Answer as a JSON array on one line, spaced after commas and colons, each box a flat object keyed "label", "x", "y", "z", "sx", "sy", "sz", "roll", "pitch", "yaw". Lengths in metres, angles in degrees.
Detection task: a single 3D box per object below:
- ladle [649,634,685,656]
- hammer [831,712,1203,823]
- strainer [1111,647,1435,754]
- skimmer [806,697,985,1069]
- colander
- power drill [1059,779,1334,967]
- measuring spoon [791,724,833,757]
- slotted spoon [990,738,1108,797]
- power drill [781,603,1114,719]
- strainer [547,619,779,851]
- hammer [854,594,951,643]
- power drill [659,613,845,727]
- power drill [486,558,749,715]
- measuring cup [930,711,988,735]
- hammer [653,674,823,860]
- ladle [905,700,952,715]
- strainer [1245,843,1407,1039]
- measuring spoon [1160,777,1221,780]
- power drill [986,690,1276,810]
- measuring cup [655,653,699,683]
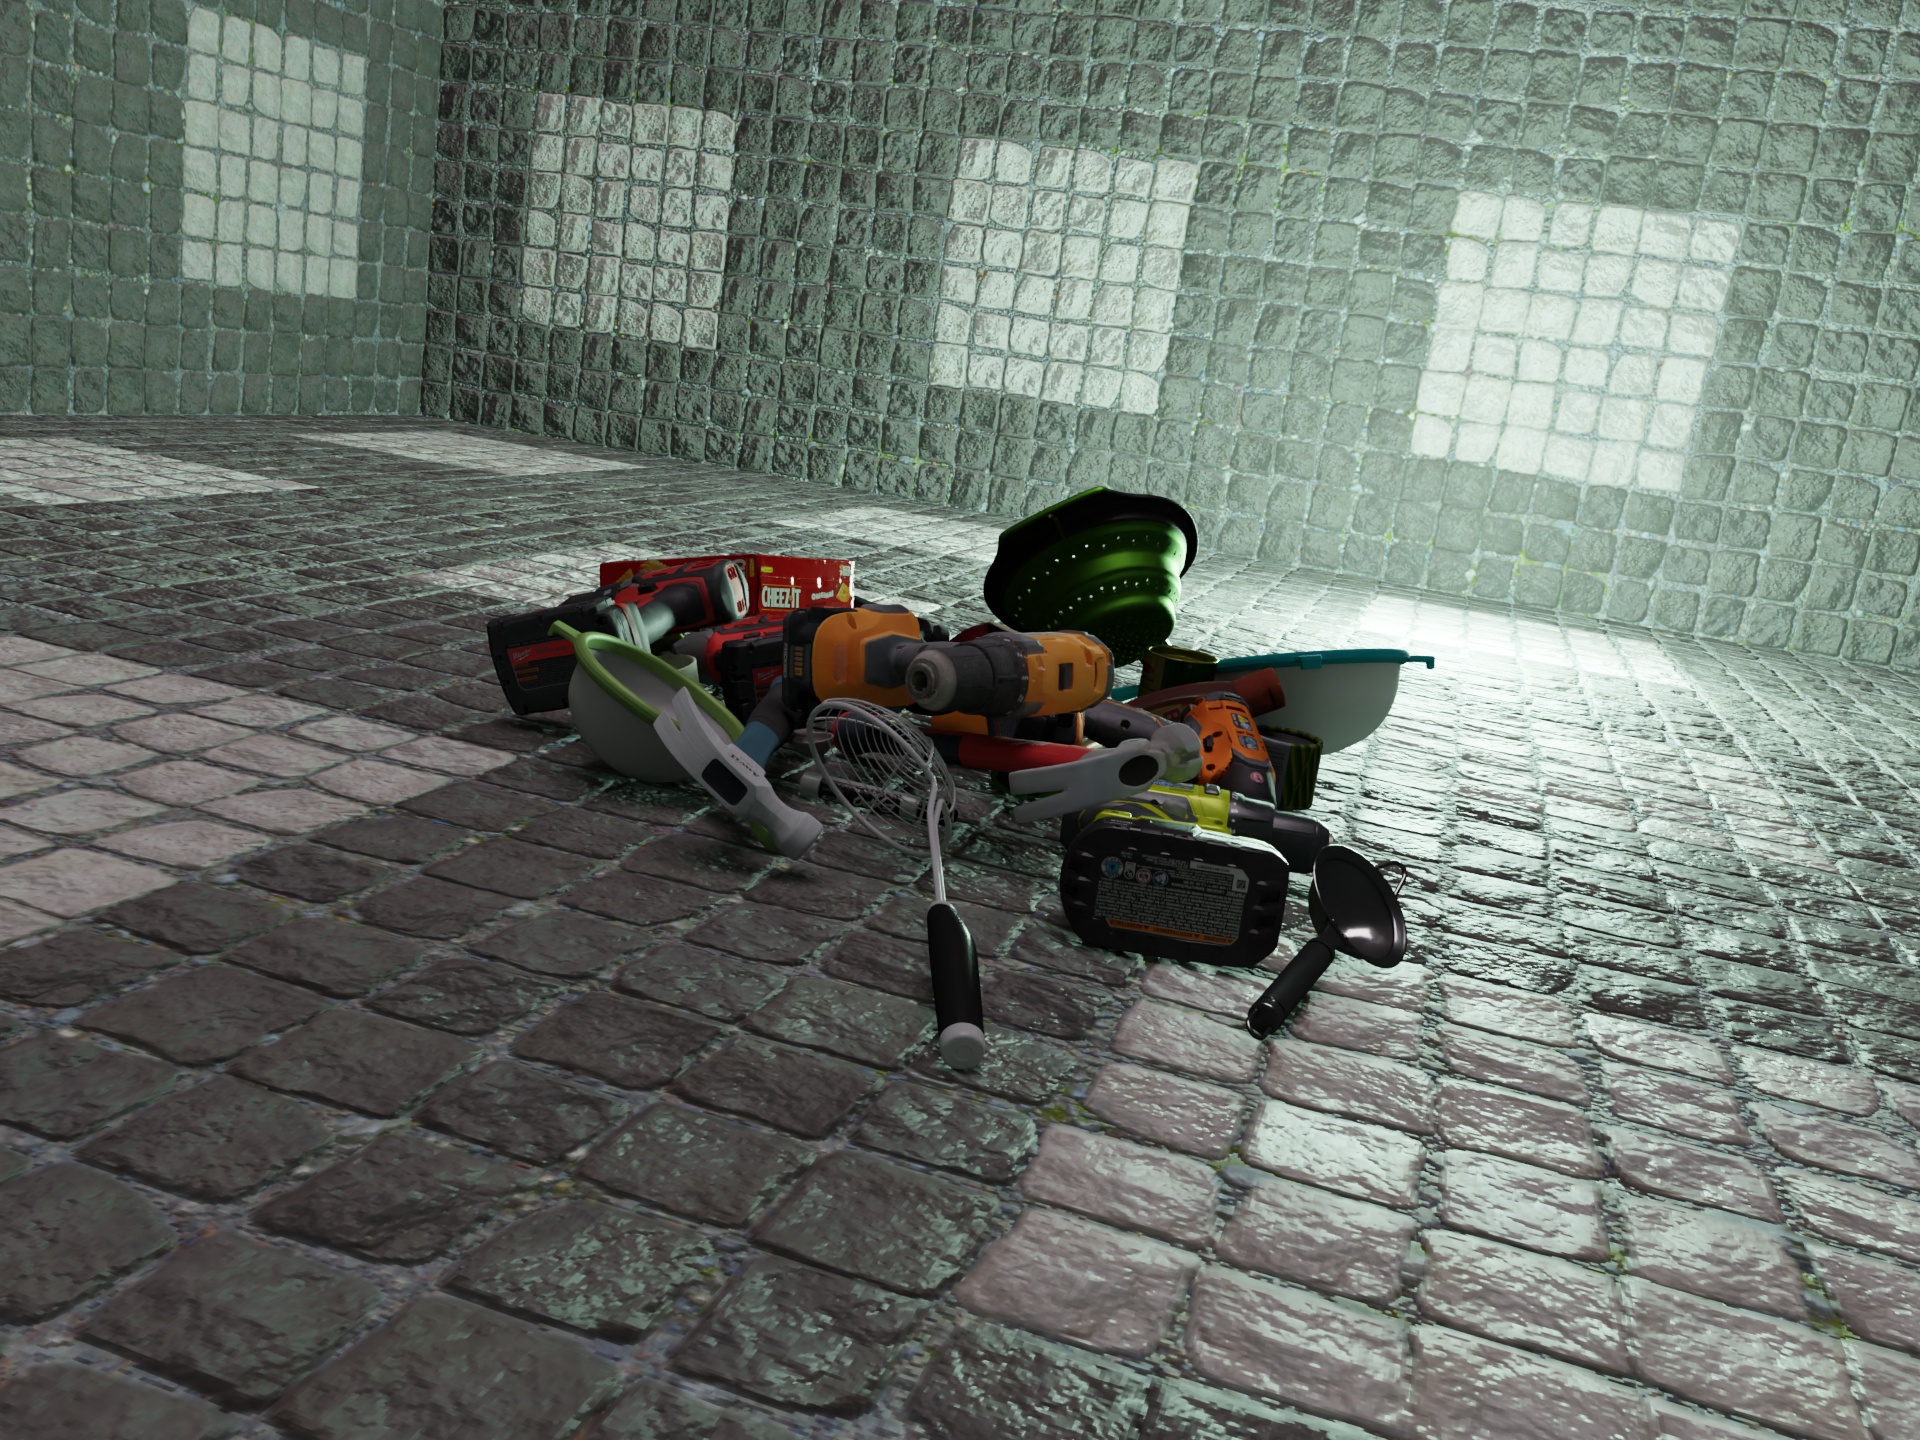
[{"label": "ladle", "x": -0.185, "y": -0.075, "z": 1.587, "sx": 0.320, "sy": 0.062, "sz": 0.078, "roll": 3, "pitch": -1, "yaw": -31}, {"label": "hammer", "x": -0.005, "y": 0.024, "z": 1.149, "sx": 0.143, "sy": 0.038, "sz": 0.386, "roll": -13, "pitch": 10, "yaw": -31}, {"label": "strainer", "x": 0.275, "y": -0.007, "z": 1.542, "sx": 0.211, "sy": 0.095, "sz": 0.340, "roll": -2, "pitch": -4, "yaw": -40}, {"label": "skimmer", "x": -0.041, "y": 0.095, "z": 0.939, "sx": 0.090, "sy": 0.127, "sz": 0.364, "roll": -22, "pitch": 26, "yaw": 5}, {"label": "colander", "x": 0.161, "y": -0.083, "z": 1.518, "sx": 0.204, "sy": 0.095, "sz": 0.396, "roll": -24, "pitch": -27, "yaw": 14}, {"label": "power drill", "x": 0.157, "y": 0.089, "z": 1.056, "sx": 0.190, "sy": 0.080, "sz": 0.228, "roll": 9, "pitch": 10, "yaw": 7}, {"label": "measuring spoon", "x": -0.134, "y": 0.015, "z": 1.337, "sx": 0.034, "sy": 0.018, "sz": 0.124, "roll": -9, "pitch": 12, "yaw": -18}, {"label": "slotted spoon", "x": 0.112, "y": 0.025, "z": 1.404, "sx": 0.070, "sy": 0.031, "sz": 0.313, "roll": 15, "pitch": 14, "yaw": 23}, {"label": "power drill", "x": -0.030, "y": -0.037, "z": 1.136, "sx": 0.226, "sy": 0.084, "sz": 0.185, "roll": 7, "pitch": 8, "yaw": 38}, {"label": "strainer", "x": -0.204, "y": 0.032, "z": 1.137, "sx": 0.151, "sy": 0.069, "sz": 0.257, "roll": 26, "pitch": 14, "yaw": -48}, {"label": "hammer", "x": -0.029, "y": -0.055, "z": 1.586, "sx": 0.127, "sy": 0.034, "sz": 0.337, "roll": 18, "pitch": 13, "yaw": -22}, {"label": "power drill", "x": -0.182, "y": -0.051, "z": 1.420, "sx": 0.143, "sy": 0.078, "sz": 0.220, "roll": -10, "pitch": 14, "yaw": -20}, {"label": "power drill", "x": -0.303, "y": -0.077, "z": 1.342, "sx": 0.188, "sy": 0.080, "sz": 0.227, "roll": -8, "pitch": 15, "yaw": 21}, {"label": "measuring cup", "x": -0.002, "y": -0.004, "z": 1.399, "sx": 0.095, "sy": 0.052, "sz": 0.174, "roll": 17, "pitch": -1, "yaw": -30}, {"label": "hammer", "x": -0.141, "y": 0.011, "z": 1.152, "sx": 0.128, "sy": 0.033, "sz": 0.331, "roll": 40, "pitch": 9, "yaw": -6}, {"label": "ladle", "x": -0.069, "y": -0.026, "z": 1.380, "sx": 0.069, "sy": 0.031, "sz": 0.315, "roll": -26, "pitch": 14, "yaw": -26}, {"label": "strainer", "x": 0.217, "y": 0.138, "z": 0.963, "sx": 0.087, "sy": 0.050, "sz": 0.258, "roll": 55, "pitch": 32, "yaw": 6}, {"label": "measuring spoon", "x": 0.162, "y": 0.062, "z": 1.312, "sx": 0.128, "sy": 0.021, "sz": 0.042, "roll": -8, "pitch": 30, "yaw": -23}, {"label": "power drill", "x": 0.141, "y": 0.025, "z": 1.252, "sx": 0.226, "sy": 0.084, "sz": 0.164, "roll": 13, "pitch": 33, "yaw": -13}, {"label": "measuring cup", "x": -0.304, "y": -0.024, "z": 1.363, "sx": 0.167, "sy": 0.038, "sz": 0.083, "roll": -7, "pitch": 16, "yaw": 12}]
